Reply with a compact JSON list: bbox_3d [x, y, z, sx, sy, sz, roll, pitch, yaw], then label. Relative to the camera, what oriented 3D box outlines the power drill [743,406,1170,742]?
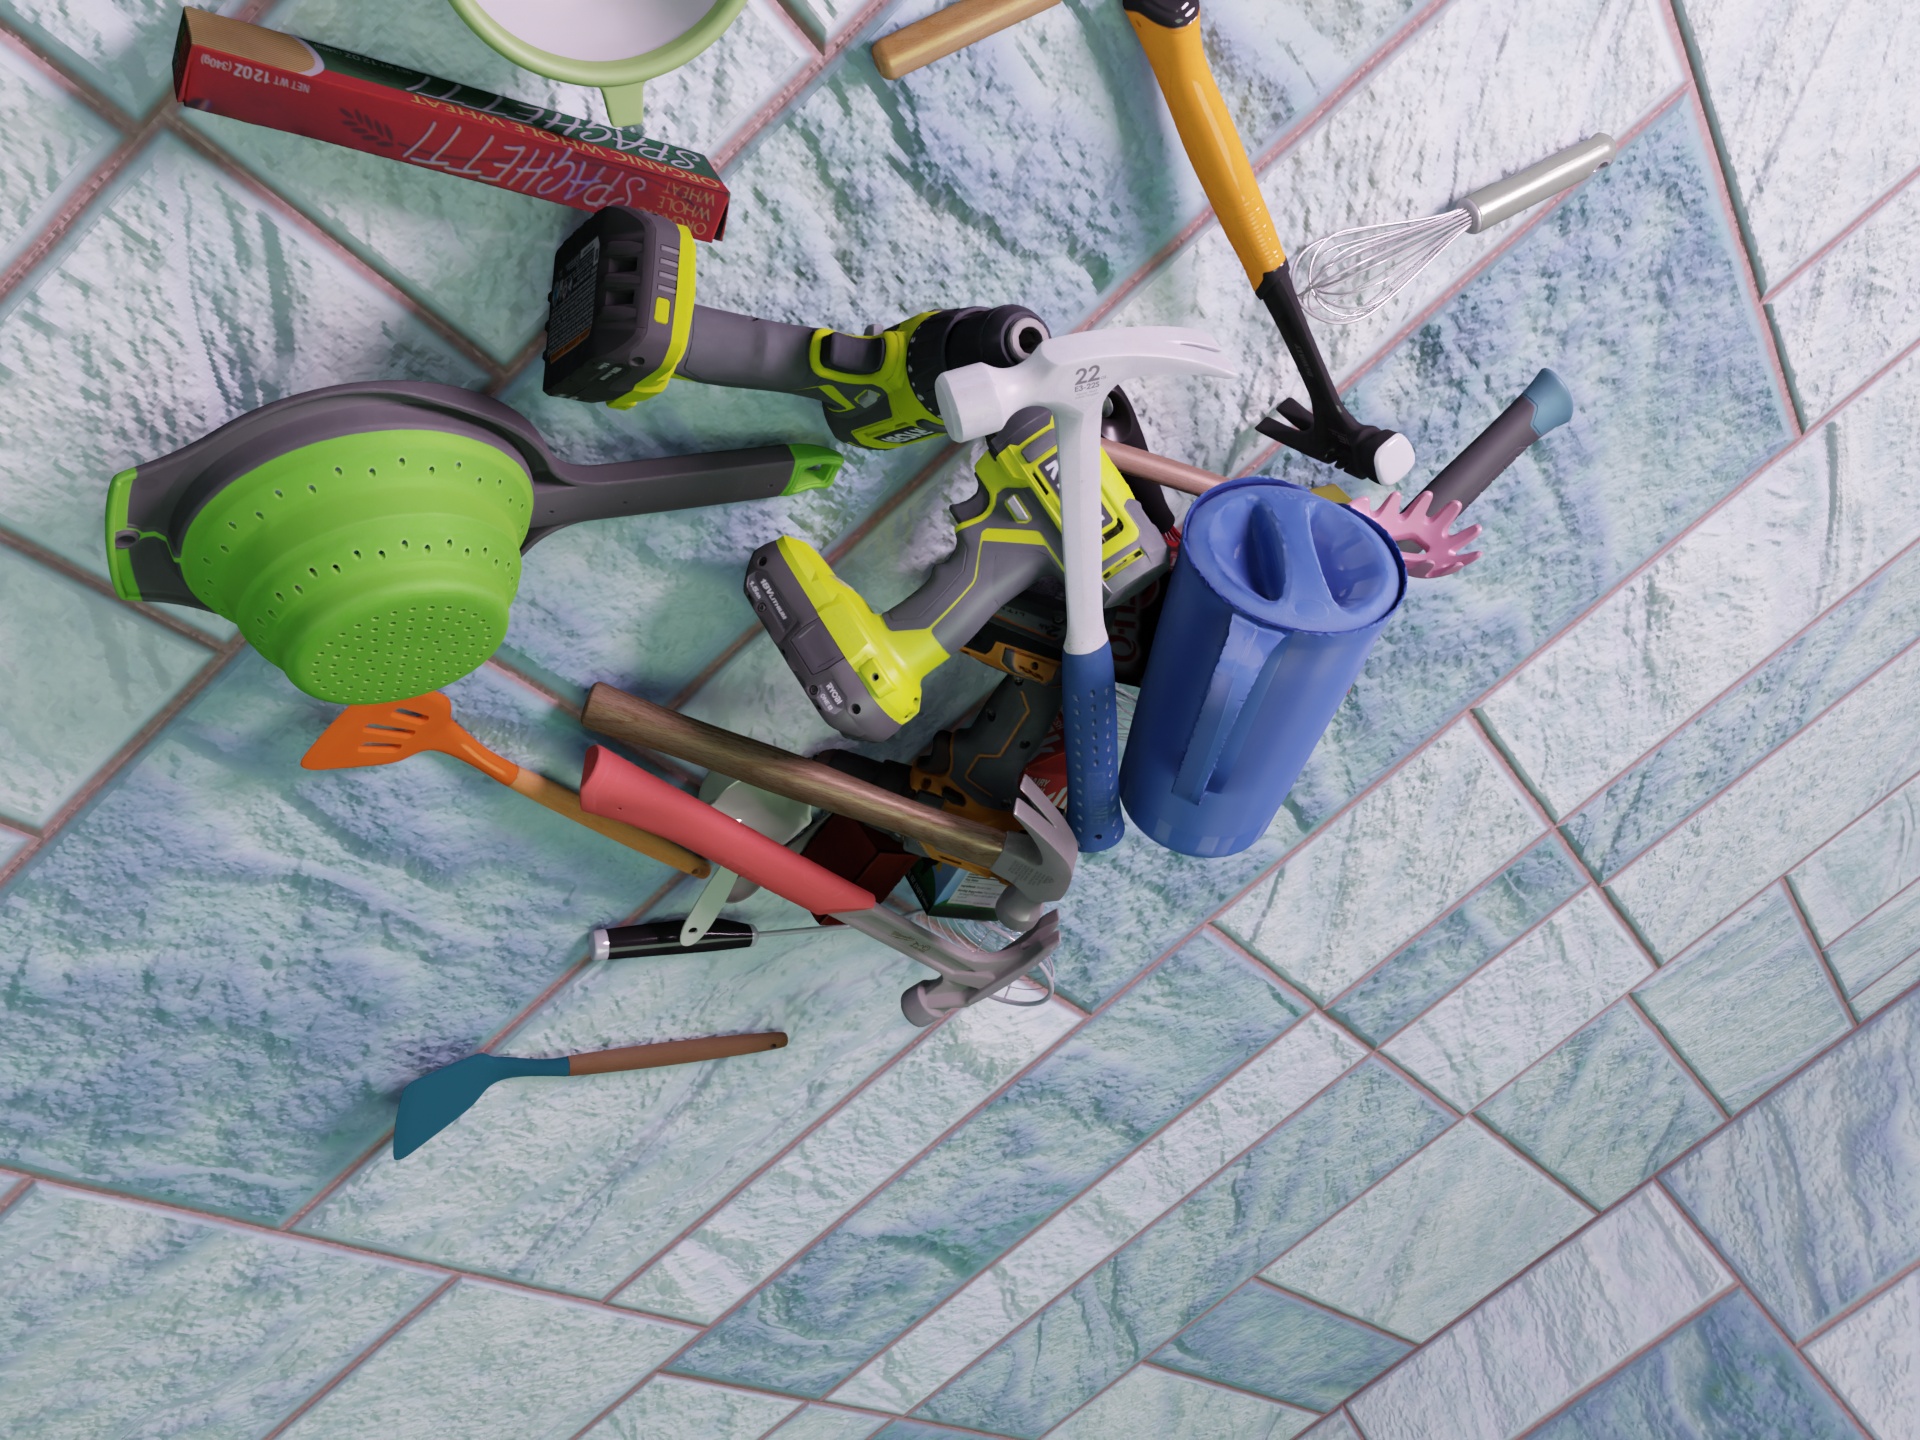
[{"bbox_3d":[-0.010,-0.104,0.958,0.223,0.171,0.080,-34,170,7],"label":"power drill"}]

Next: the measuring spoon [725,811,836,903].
[{"bbox_3d":[-0.128,0.091,1.172,0.124,0.018,0.034,-37,152,-4],"label":"measuring spoon"}]

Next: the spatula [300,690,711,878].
[{"bbox_3d":[-0.271,0.051,1.028,0.081,0.041,0.322,-43,138,11],"label":"spatula"}]

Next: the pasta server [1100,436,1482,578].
[{"bbox_3d":[0.181,-0.149,1.017,0.316,0.060,0.040,16,147,-9],"label":"pasta server"}]

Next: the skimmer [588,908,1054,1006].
[{"bbox_3d":[-0.100,0.189,1.221,0.363,0.090,0.127,0,161,-27],"label":"skimmer"}]

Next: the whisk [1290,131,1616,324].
[{"bbox_3d":[0.319,-0.321,1.022,0.246,0.059,0.058,-28,175,-10],"label":"whisk"}]

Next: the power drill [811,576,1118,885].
[{"bbox_3d":[-0.002,-0.003,1.075,0.185,0.084,0.226,18,120,7],"label":"power drill"}]

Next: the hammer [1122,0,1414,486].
[{"bbox_3d":[0.172,-0.284,0.944,0.034,0.127,0.336,-41,128,-7],"label":"hammer"}]

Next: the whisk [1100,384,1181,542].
[{"bbox_3d":[0.143,-0.121,1.098,0.073,0.073,0.295,-32,132,0],"label":"whisk"}]

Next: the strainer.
[{"bbox_3d":[-0.197,-0.374,0.649,0.256,0.069,0.151,23,118,-41],"label":"strainer"}]

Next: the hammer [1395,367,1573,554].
[{"bbox_3d":[0.289,-0.108,1.098,0.331,0.033,0.128,-46,134,15],"label":"hammer"}]

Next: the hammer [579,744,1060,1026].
[{"bbox_3d":[-0.100,0.107,1.089,0.358,0.037,0.149,33,125,-31],"label":"hammer"}]

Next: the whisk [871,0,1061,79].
[{"bbox_3d":[0.068,-0.388,0.811,0.245,0.047,0.051,-26,139,-2],"label":"whisk"}]

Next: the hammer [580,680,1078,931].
[{"bbox_3d":[-0.081,0.044,1.019,0.331,0.031,0.130,20,141,-7],"label":"hammer"}]

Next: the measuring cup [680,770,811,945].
[{"bbox_3d":[-0.166,0.089,1.124,0.083,0.038,0.167,11,122,-35],"label":"measuring cup"}]

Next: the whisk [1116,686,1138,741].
[{"bbox_3d":[0.179,0.004,1.239,0.284,0.070,0.070,21,117,-47],"label":"whisk"}]

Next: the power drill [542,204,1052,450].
[{"bbox_3d":[-0.082,-0.192,0.813,0.228,0.191,0.080,6,89,-28],"label":"power drill"}]

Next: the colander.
[{"bbox_3d":[-0.227,-0.087,0.848,0.397,0.095,0.204,-12,157,-31],"label":"colander"}]

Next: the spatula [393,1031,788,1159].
[{"bbox_3d":[-0.277,0.274,1.233,0.317,0.044,0.082,-2,126,-30],"label":"spatula"}]

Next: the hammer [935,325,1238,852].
[{"bbox_3d":[0.077,-0.052,0.901,0.144,0.035,0.405,-17,142,-7],"label":"hammer"}]
